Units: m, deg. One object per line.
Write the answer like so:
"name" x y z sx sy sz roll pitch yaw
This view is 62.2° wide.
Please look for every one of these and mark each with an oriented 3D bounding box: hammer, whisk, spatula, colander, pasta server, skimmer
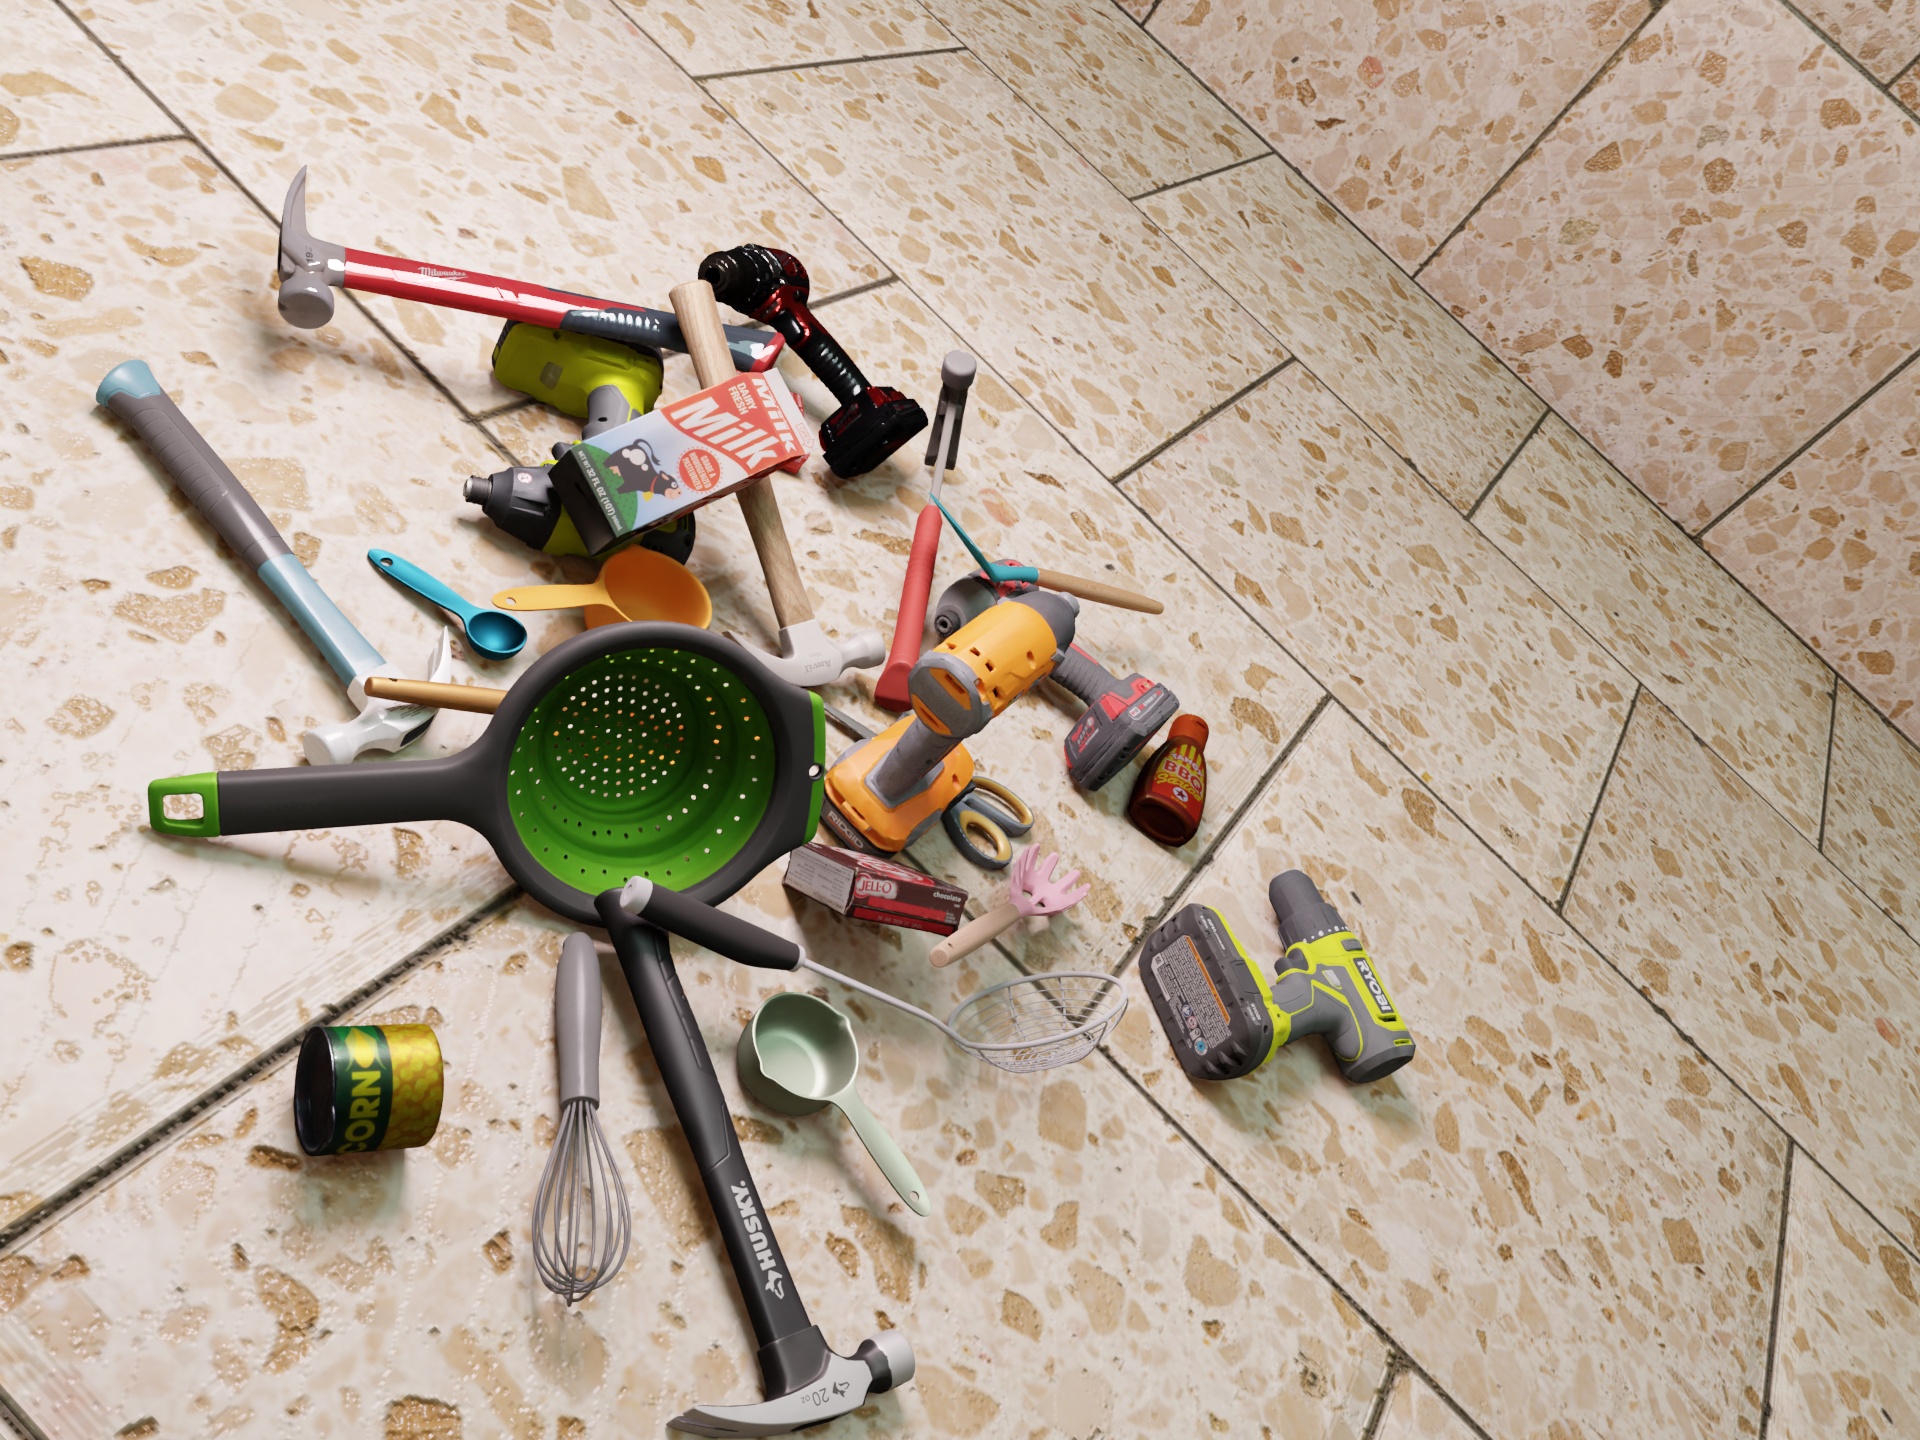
"hammer" -0.457 -0.111 1.040 0.331 0.033 0.128 48 39 9
"whisk" -0.219 0.218 0.910 0.055 0.055 0.239 17 39 -29
"spatula" -0.250 -0.012 1.092 0.322 0.041 0.081 8 26 -46
"spatula" 0.089 -0.133 1.421 0.317 0.044 0.082 9 34 -45
"hammer" -0.032 -0.155 1.406 0.036 0.149 0.359 11 55 -3
"colander" -0.286 0.028 0.998 0.397 0.204 0.095 -3 19 -24
"pasta server" 0.033 0.134 1.128 0.060 0.040 0.316 38 11 11
"hammer" -0.325 -0.335 1.244 0.386 0.038 0.143 5 54 -28
"hammer" -0.166 -0.184 1.253 0.130 0.031 0.331 -19 91 -33
"hammer" -0.149 0.248 0.932 0.146 0.035 0.335 -4 60 -43
"skimmer" -0.048 0.151 1.050 0.363 0.127 0.090 28 80 -28

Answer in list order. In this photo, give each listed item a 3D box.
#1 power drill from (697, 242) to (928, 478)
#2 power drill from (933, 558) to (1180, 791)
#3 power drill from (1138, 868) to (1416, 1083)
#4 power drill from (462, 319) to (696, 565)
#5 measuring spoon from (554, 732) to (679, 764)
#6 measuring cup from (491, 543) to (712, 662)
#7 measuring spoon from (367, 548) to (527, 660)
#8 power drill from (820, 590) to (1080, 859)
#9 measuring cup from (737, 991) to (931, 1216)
"power drill" -0.139 -0.331 1.426 0.226 0.080 0.188 53 18 -3
"power drill" 0.075 -0.048 1.400 0.220 0.078 0.143 43 32 9
"power drill" 0.258 0.207 1.310 0.228 0.080 0.191 5 50 -41
"power drill" -0.302 -0.223 1.250 0.171 0.080 0.223 12 49 -30
"measuring spoon" -0.236 0.019 1.118 0.116 0.011 0.021 11 47 -34
"measuring cup" -0.266 -0.075 1.155 0.173 0.052 0.095 -7 58 -42
"measuring spoon" -0.361 -0.079 1.110 0.128 0.021 0.042 33 38 4
"power drill" -0.002 -0.004 1.150 0.084 0.226 0.164 46 47 7
"measuring cup" -0.079 0.250 1.008 0.168 0.038 0.083 52 38 10
